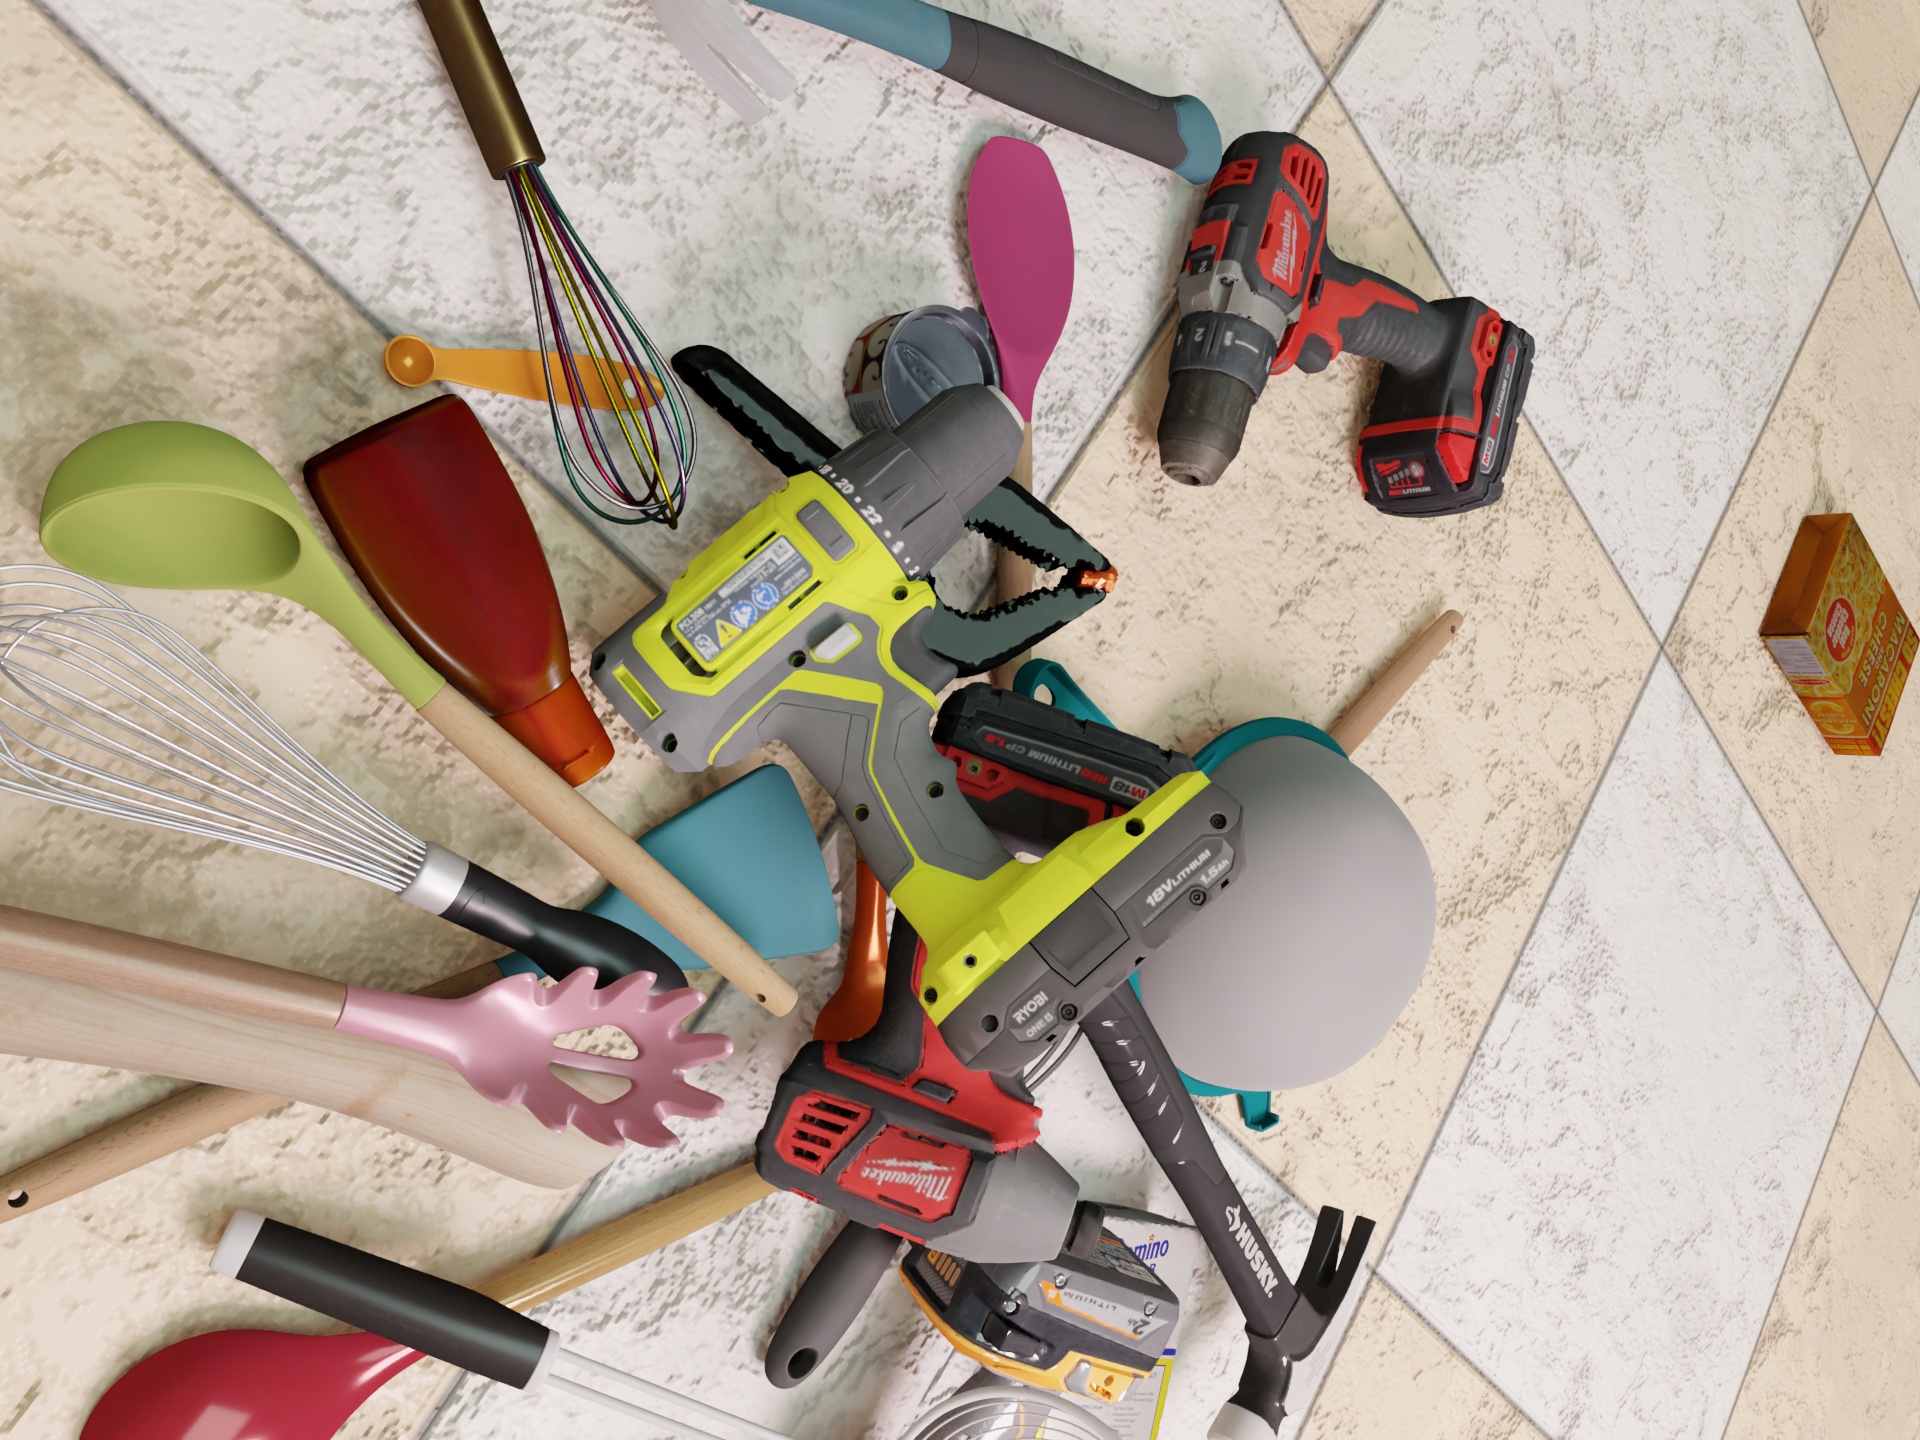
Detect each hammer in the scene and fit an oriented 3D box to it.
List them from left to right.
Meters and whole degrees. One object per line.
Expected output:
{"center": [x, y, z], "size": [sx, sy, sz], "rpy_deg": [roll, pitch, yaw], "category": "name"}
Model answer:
{"center": [-0.287, 0.079, 0.496], "size": [0.410, 0.038, 0.146], "rpy_deg": [19, 79, -32], "category": "hammer"}
{"center": [0.000, -0.303, 0.715], "size": [0.330, 0.033, 0.128], "rpy_deg": [3, 76, -40], "category": "hammer"}
{"center": [0.118, 0.216, 0.787], "size": [0.146, 0.035, 0.334], "rpy_deg": [-47, 123, -31], "category": "hammer"}

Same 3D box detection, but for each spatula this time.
{"center": [-0.192, 0.106, 0.590], "size": [0.317, 0.044, 0.082], "rpy_deg": [-23, 102, -34], "category": "spatula"}
{"center": [-0.036, 0.039, 0.709], "size": [0.081, 0.041, 0.322], "rpy_deg": [-1, 92, -23], "category": "spatula"}
{"center": [0.202, 0.033, 0.908], "size": [0.316, 0.018, 0.059], "rpy_deg": [-43, 120, -27], "category": "spatula"}

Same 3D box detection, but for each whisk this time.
{"center": [-0.209, 0.040, 0.542], "size": [0.284, 0.070, 0.070], "rpy_deg": [34, 72, -29], "category": "whisk"}
{"center": [-0.159, -0.185, 0.600], "size": [0.047, 0.051, 0.245], "rpy_deg": [-53, 123, -71], "category": "whisk"}
{"center": [-0.013, 0.202, 0.736], "size": [0.055, 0.055, 0.239], "rpy_deg": [48, 69, -29], "category": "whisk"}

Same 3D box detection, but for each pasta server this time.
{"center": [-0.220, 0.083, 0.498], "size": [0.316, 0.040, 0.060], "rpy_deg": [21, 65, -30], "category": "pasta server"}

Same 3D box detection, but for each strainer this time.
{"center": [0.149, 0.075, 0.796], "size": [0.340, 0.095, 0.211], "rpy_deg": [43, 71, -39], "category": "strainer"}

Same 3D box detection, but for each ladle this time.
{"center": [-0.174, 0.017, 0.565], "size": [0.320, 0.078, 0.062], "rpy_deg": [46, 42, -24], "category": "ladle"}
{"center": [-0.171, 0.224, 0.625], "size": [0.315, 0.031, 0.069], "rpy_deg": [-16, 98, -38], "category": "ladle"}

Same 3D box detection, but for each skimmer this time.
{"center": [-0.093, 0.260, 0.569], "size": [0.363, 0.090, 0.127], "rpy_deg": [27, 82, -13], "category": "skimmer"}

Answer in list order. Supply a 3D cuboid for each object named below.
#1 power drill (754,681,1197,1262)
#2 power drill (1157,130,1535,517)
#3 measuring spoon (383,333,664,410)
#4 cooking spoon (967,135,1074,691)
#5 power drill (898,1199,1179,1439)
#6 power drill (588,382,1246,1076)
{"center": [0.018, 0.108, 0.656], "size": [0.143, 0.078, 0.220], "rpy_deg": [20, 80, 6], "category": "power drill"}
{"center": [0.202, -0.184, 0.863], "size": [0.226, 0.080, 0.188], "rpy_deg": [23, 78, -33], "category": "power drill"}
{"center": [-0.168, -0.133, 0.619], "size": [0.116, 0.011, 0.021], "rpy_deg": [-3, 89, -41], "category": "measuring spoon"}
{"center": [0.026, -0.117, 0.764], "size": [0.068, 0.017, 0.319], "rpy_deg": [-2, 93, -41], "category": "cooking spoon"}
{"center": [-0.027, 0.314, 0.687], "size": [0.185, 0.084, 0.226], "rpy_deg": [31, 91, -36], "category": "power drill"}
{"center": [-0.001, -0.002, 0.601], "size": [0.190, 0.080, 0.228], "rpy_deg": [-41, 80, -5], "category": "power drill"}
